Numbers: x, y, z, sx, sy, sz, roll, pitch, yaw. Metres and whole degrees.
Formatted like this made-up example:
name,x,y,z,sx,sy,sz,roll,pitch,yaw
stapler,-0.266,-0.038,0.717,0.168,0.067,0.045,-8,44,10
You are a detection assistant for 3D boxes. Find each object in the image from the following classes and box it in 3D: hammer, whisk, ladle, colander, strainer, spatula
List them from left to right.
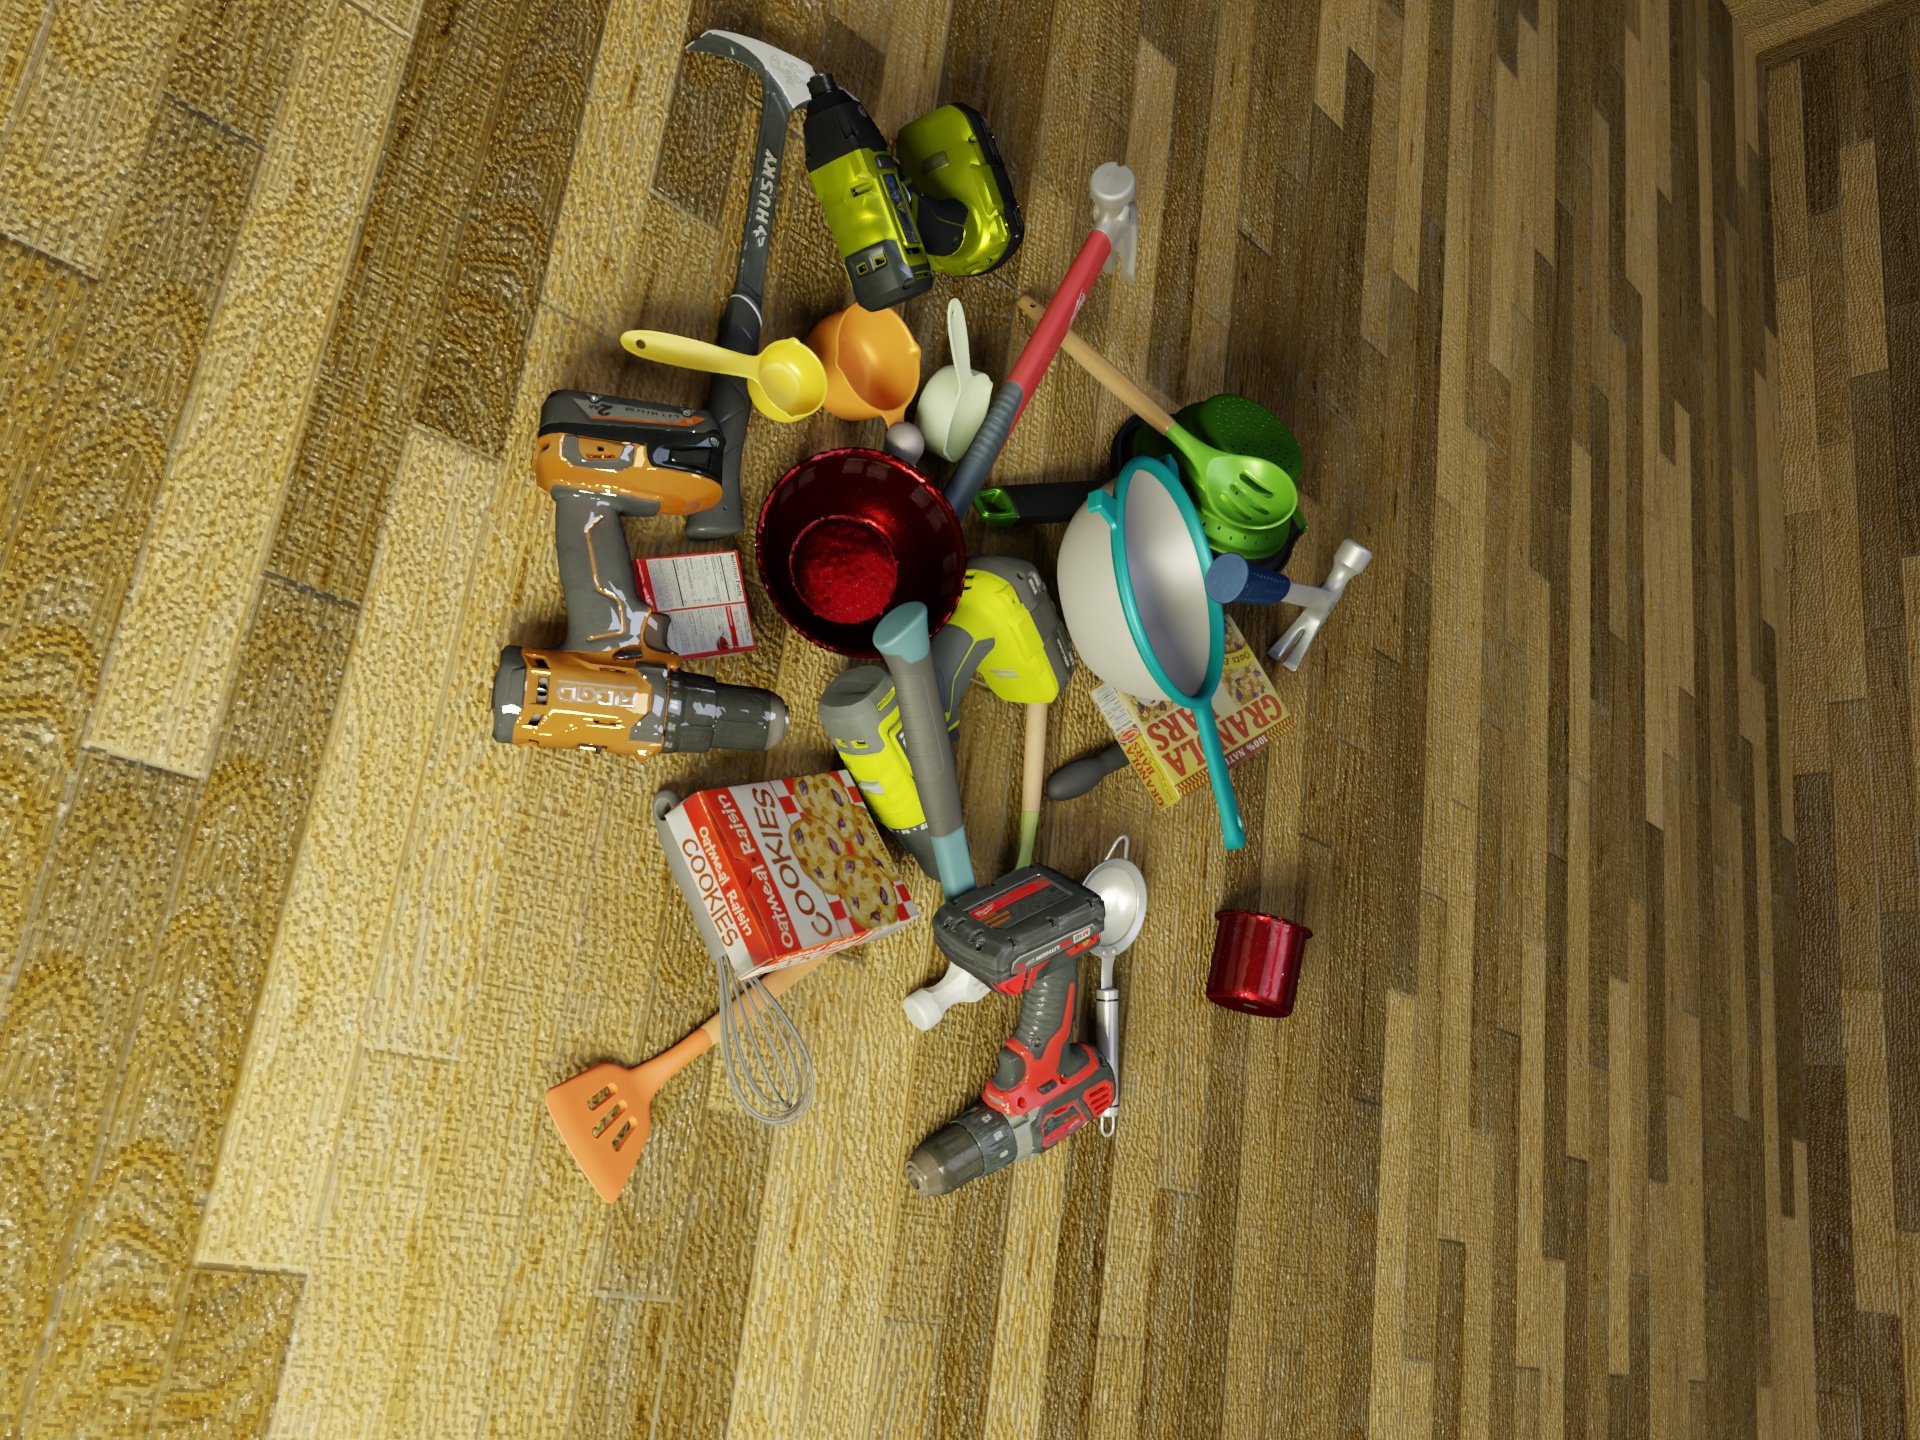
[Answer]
name,x,y,z,sx,sy,sz,roll,pitch,yaw
whisk,-0.158,0.155,1.059,0.055,0.055,0.239,-11,73,-46
spatula,-0.153,0.203,1.085,0.322,0.041,0.081,-34,98,-45
hammer,-0.160,-0.324,1.182,0.149,0.036,0.409,20,69,-41
hammer,-0.014,0.068,1.168,0.128,0.033,0.330,-30,124,-29
hammer,0.052,-0.273,1.329,0.386,0.038,0.143,-62,165,-14
ladle,0.071,0.051,1.329,0.078,0.062,0.320,32,58,-58
strainer,0.123,0.227,1.365,0.086,0.050,0.258,2,87,-39
strainer,0.156,-0.046,1.334,0.211,0.095,0.340,-36,112,-59
whisk,0.174,0.017,1.449,0.284,0.070,0.070,-25,101,-40
colander,0.184,-0.225,1.432,0.397,0.094,0.205,-9,62,-37
hammer,0.294,-0.114,1.466,0.144,0.035,0.405,-59,160,14

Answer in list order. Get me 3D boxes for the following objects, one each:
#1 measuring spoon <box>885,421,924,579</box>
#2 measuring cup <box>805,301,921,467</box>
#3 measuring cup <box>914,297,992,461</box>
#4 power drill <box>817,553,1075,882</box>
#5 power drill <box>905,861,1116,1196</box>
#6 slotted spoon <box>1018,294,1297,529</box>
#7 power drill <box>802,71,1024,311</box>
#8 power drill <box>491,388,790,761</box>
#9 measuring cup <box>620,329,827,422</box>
name,x,y,z,sx,sy,sz,roll,pitch,yaw
measuring spoon,-0.035,-0.169,1.228,0.034,0.018,0.124,-10,96,-40
measuring cup,-0.070,-0.238,1.247,0.095,0.052,0.173,-23,103,-45
measuring cup,-0.012,-0.276,1.262,0.083,0.038,0.167,-58,160,-25
power drill,-0.002,-0.004,1.252,0.228,0.080,0.190,-52,129,-35
power drill,0.033,0.241,1.200,0.188,0.080,0.226,-22,121,-32
slotted spoon,0.167,-0.274,1.398,0.314,0.031,0.070,43,78,12
power drill,-0.040,-0.420,1.250,0.223,0.080,0.171,-37,109,-59
power drill,-0.198,-0.086,1.026,0.185,0.084,0.226,6,77,-15
measuring cup,-0.169,-0.249,1.127,0.156,0.029,0.062,7,77,-30
